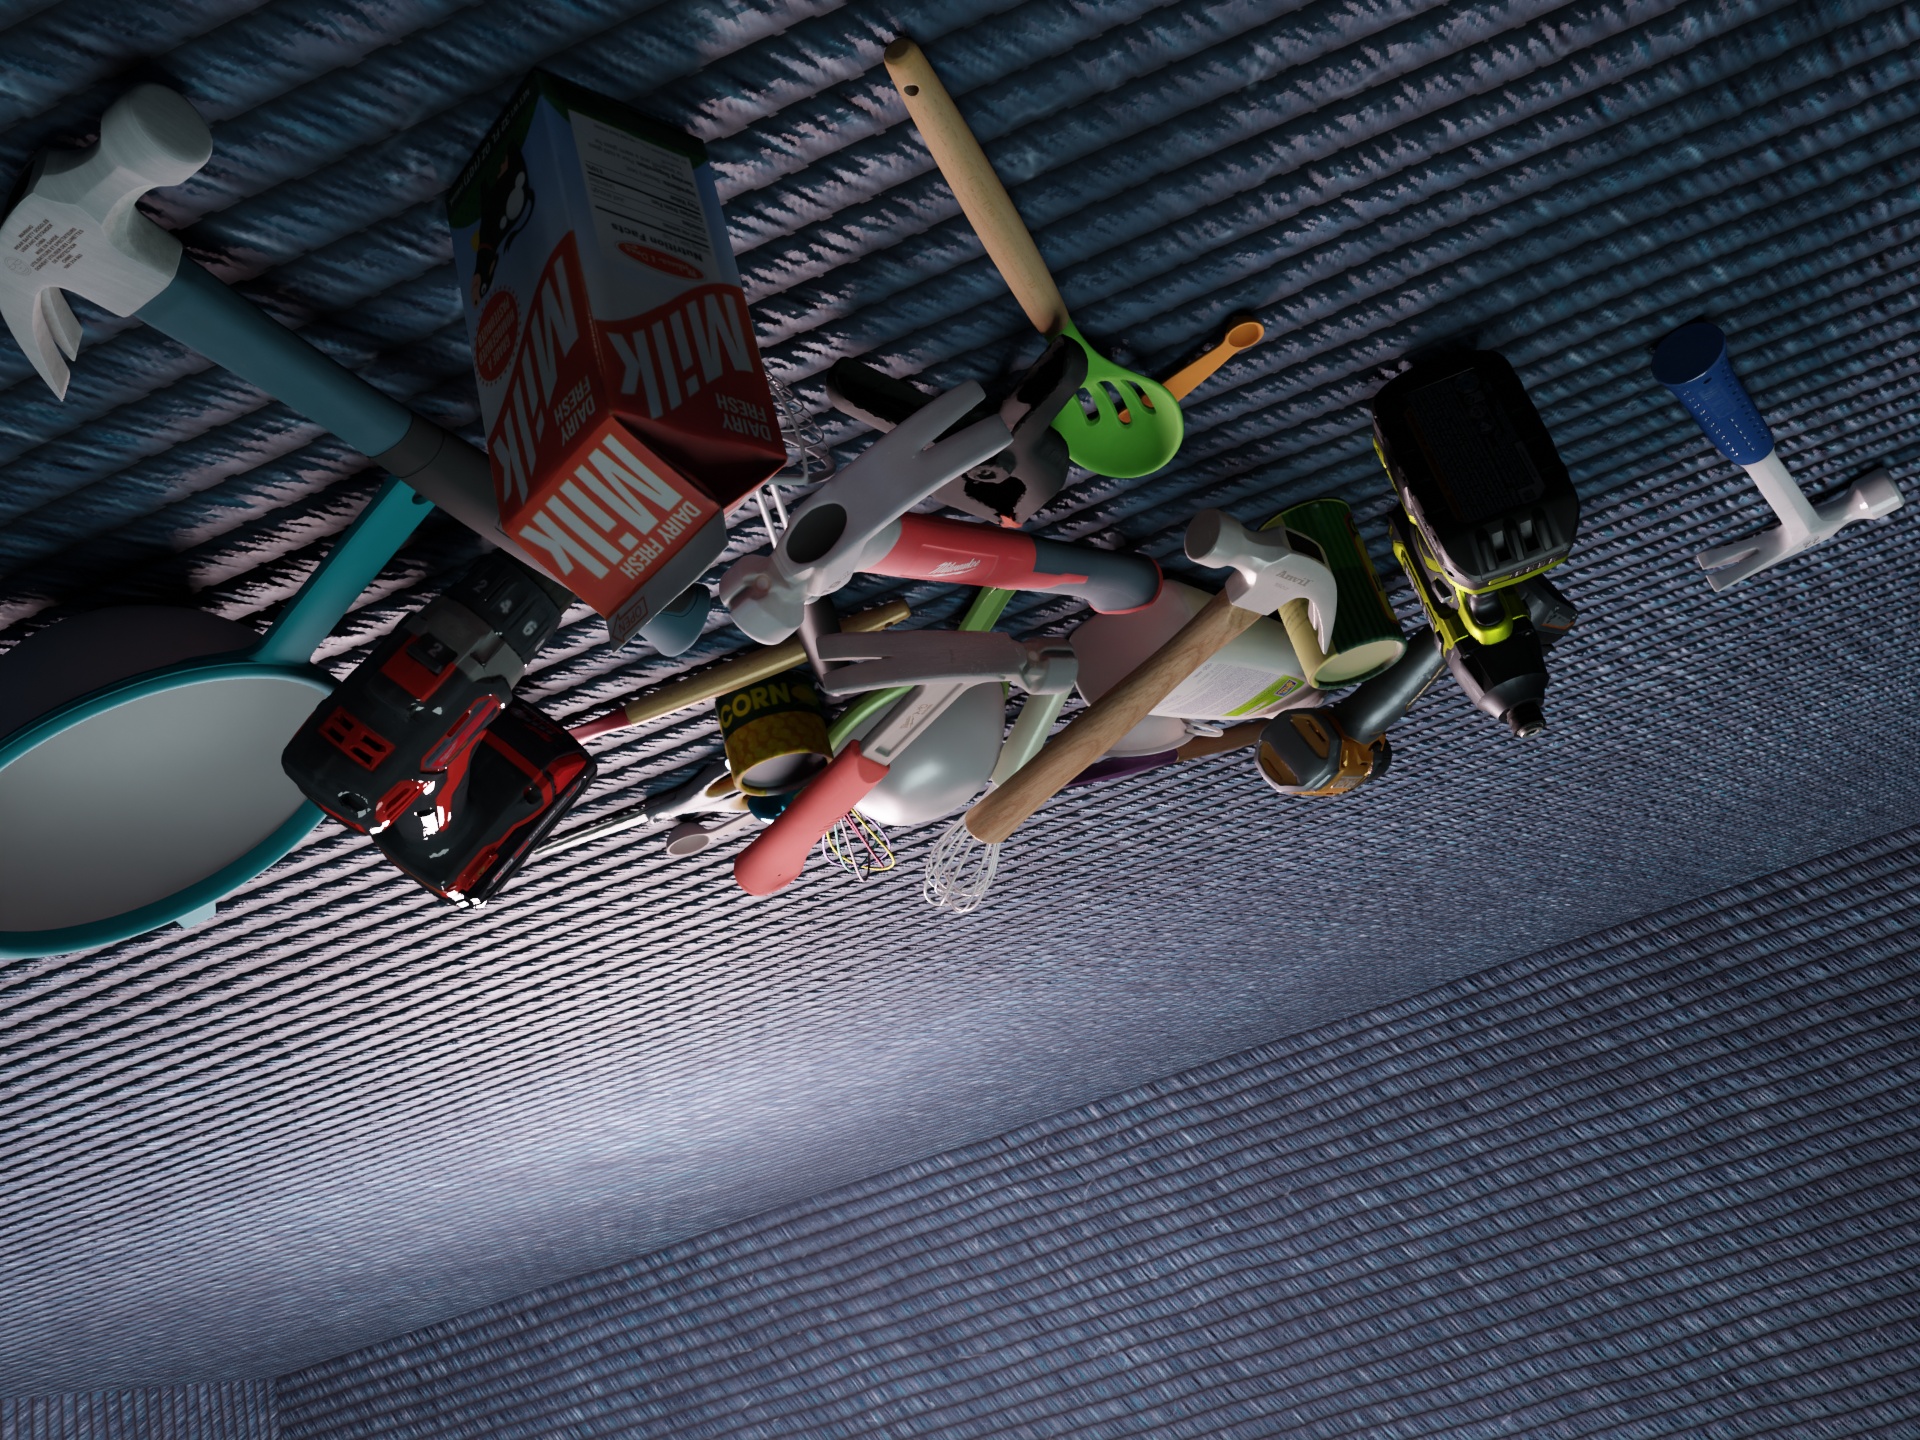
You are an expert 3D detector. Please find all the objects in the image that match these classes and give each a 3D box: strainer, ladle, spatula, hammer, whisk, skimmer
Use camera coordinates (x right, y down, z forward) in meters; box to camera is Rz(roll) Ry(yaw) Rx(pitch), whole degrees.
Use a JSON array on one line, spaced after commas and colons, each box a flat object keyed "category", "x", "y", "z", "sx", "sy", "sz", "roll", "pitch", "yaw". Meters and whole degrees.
[{"category": "strainer", "x": -0.362, "y": -0.030, "z": 0.746, "sx": 0.340, "sy": 0.095, "sz": 0.211, "roll": -45, "pitch": 161, "yaw": 14}, {"category": "strainer", "x": 0.064, "y": 0.018, "z": 1.187, "sx": 0.258, "sy": 0.050, "sz": 0.087, "roll": -14, "pitch": -162, "yaw": 6}, {"category": "ladle", "x": -0.178, "y": -0.013, "z": 0.972, "sx": 0.315, "sy": 0.031, "sz": 0.069, "roll": -21, "pitch": 156, "yaw": 4}, {"category": "spatula", "x": 0.178, "y": 0.022, "z": 1.231, "sx": 0.316, "sy": 0.018, "sz": 0.060, "roll": -12, "pitch": -178, "yaw": -40}, {"category": "hammer", "x": 0.107, "y": -0.011, "z": 0.999, "sx": 0.130, "sy": 0.031, "sz": 0.331, "roll": 14, "pitch": 141, "yaw": -30}, {"category": "strainer", "x": -0.002, "y": -0.003, "z": 1.035, "sx": 0.151, "sy": 0.069, "sz": 0.256, "roll": -14, "pitch": 154, "yaw": -33}, {"category": "hammer", "x": -0.218, "y": -0.109, "z": 0.639, "sx": 0.128, "sy": 0.033, "sz": 0.330, "roll": -21, "pitch": 146, "yaw": 27}, {"category": "hammer", "x": 0.537, "y": -0.176, "z": 1.083, "sx": 0.144, "sy": 0.035, "sz": 0.405, "roll": -31, "pitch": 153, "yaw": 29}, {"category": "whisk", "x": 0.031, "y": 0.049, "z": 1.153, "sx": 0.059, "sy": 0.058, "sz": 0.246, "roll": -1, "pitch": 132, "yaw": -33}, {"category": "whisk", "x": -0.086, "y": 0.062, "z": 1.179, "sx": 0.051, "sy": 0.047, "sz": 0.244, "roll": -45, "pitch": 156, "yaw": -15}, {"category": "hammer", "x": 0.039, "y": -0.090, "z": 0.810, "sx": 0.143, "sy": 0.038, "sz": 0.386, "roll": -36, "pitch": 166, "yaw": 23}, {"category": "skimmer", "x": -0.103, "y": -0.071, "z": 0.792, "sx": 0.127, "sy": 0.090, "sz": 0.363, "roll": 18, "pitch": 159, "yaw": 13}, {"category": "hammer", "x": -0.077, "y": 0.036, "z": 0.964, "sx": 0.149, "sy": 0.037, "sz": 0.359, "roll": -2, "pitch": 158, "yaw": -29}]

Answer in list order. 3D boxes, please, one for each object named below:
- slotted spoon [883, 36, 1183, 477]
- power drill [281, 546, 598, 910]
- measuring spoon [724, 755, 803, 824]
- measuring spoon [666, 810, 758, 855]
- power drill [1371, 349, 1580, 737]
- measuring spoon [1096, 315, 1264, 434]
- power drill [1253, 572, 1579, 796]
[{"category": "slotted spoon", "x": 0.036, "y": -0.193, "z": 0.711, "sx": 0.070, "sy": 0.031, "sz": 0.313, "roll": -6, "pitch": 159, "yaw": 21}, {"category": "power drill", "x": -0.245, "y": -0.005, "z": 0.821, "sx": 0.188, "sy": 0.080, "sz": 0.226, "roll": -52, "pitch": 174, "yaw": -20}, {"category": "measuring spoon", "x": -0.137, "y": 0.049, "z": 1.095, "sx": 0.042, "sy": 0.021, "sz": 0.128, "roll": -20, "pitch": 160, "yaw": 3}, {"category": "measuring spoon", "x": -0.162, "y": 0.068, "z": 1.182, "sx": 0.124, "sy": 0.018, "sz": 0.034, "roll": -23, "pitch": 157, "yaw": -3}, {"category": "power drill", "x": 0.304, "y": -0.097, "z": 0.935, "sx": 0.080, "sy": 0.171, "sz": 0.223, "roll": -21, "pitch": 153, "yaw": 9}, {"category": "measuring spoon", "x": 0.110, "y": -0.176, "z": 0.827, "sx": 0.021, "sy": 0.011, "sz": 0.117, "roll": 13, "pitch": 146, "yaw": -41}, {"category": "power drill", "x": 0.330, "y": -0.028, "z": 1.150, "sx": 0.226, "sy": 0.084, "sz": 0.185, "roll": -45, "pitch": 156, "yaw": 21}]
